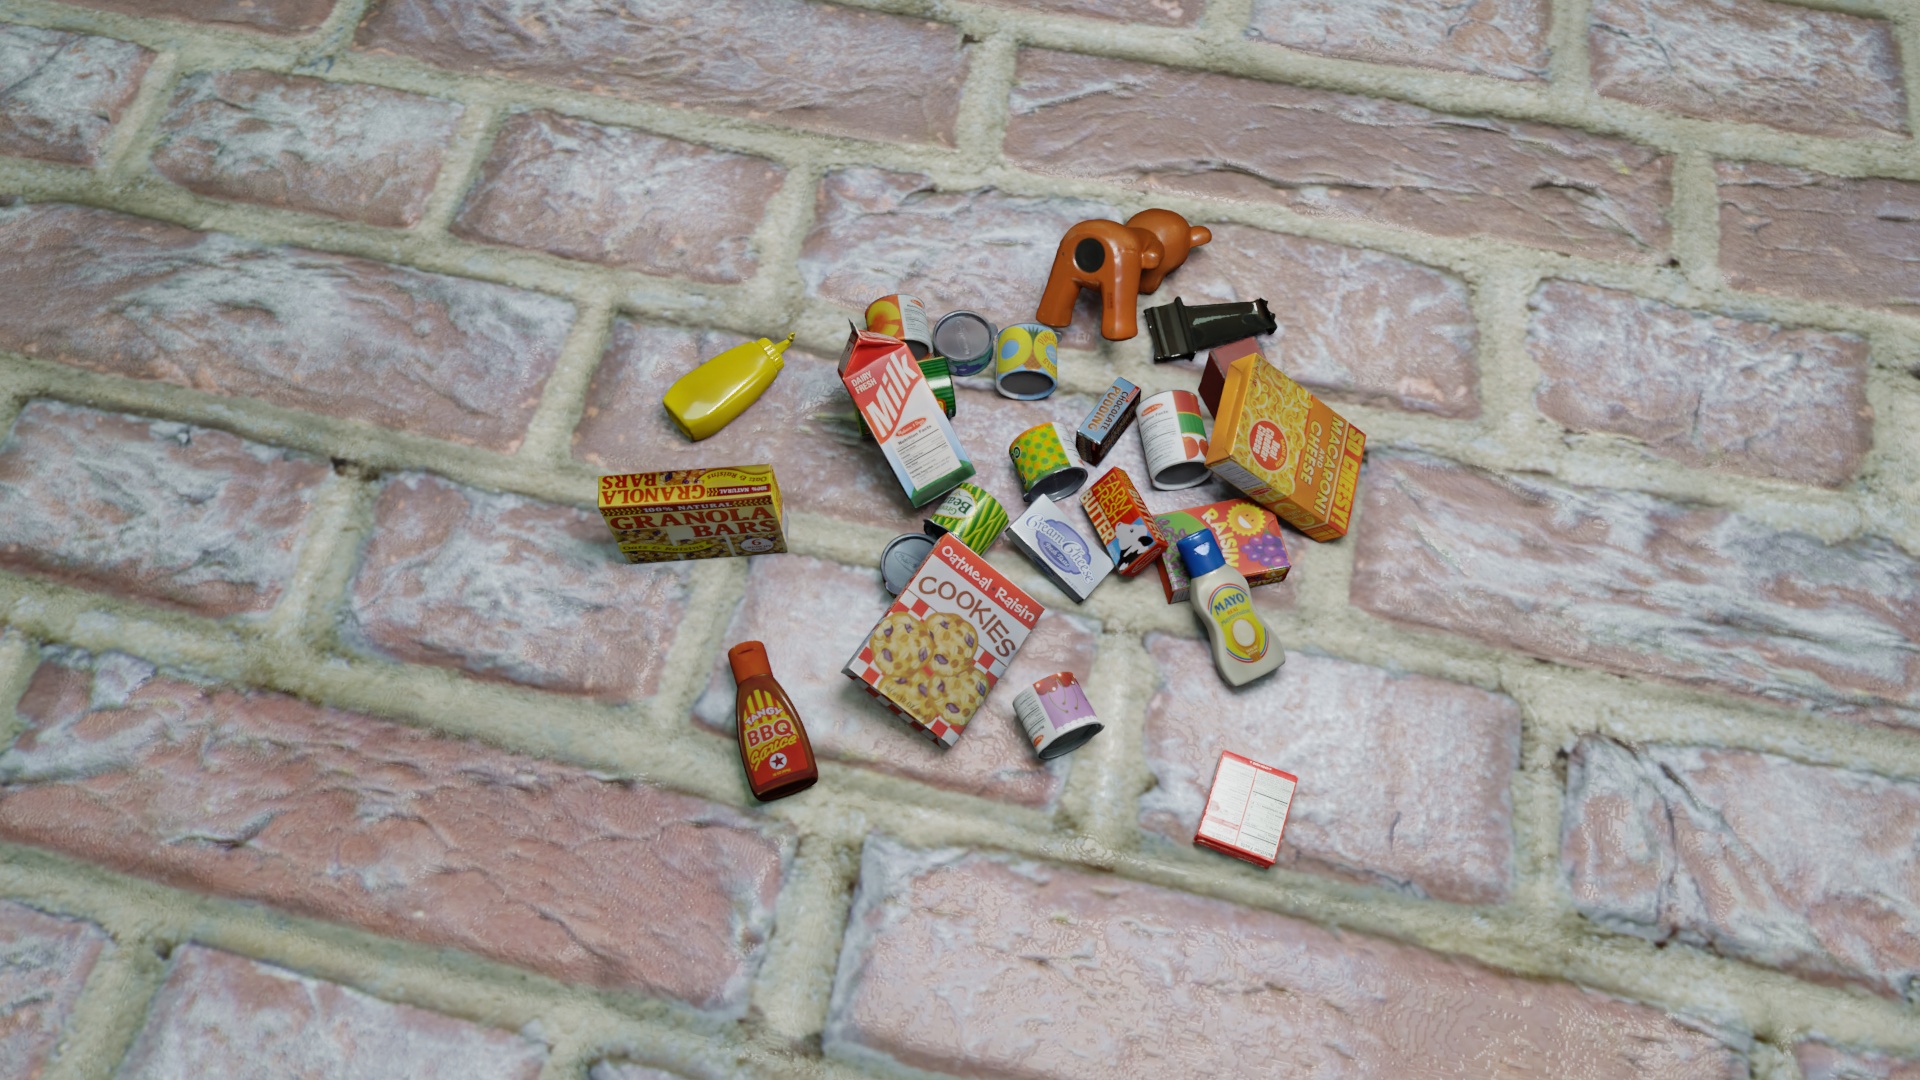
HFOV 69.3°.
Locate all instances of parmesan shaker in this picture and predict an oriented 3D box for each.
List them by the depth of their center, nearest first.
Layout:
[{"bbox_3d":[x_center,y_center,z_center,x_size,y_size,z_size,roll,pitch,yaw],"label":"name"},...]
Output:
[{"bbox_3d":[-0.061,-0.152,1.450,0.103,0.071,0.071,-12,65,-5],"label":"parmesan shaker"}]

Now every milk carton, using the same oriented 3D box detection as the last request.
[{"bbox_3d":[-0.064,-0.136,1.382,0.073,0.072,0.190,-30,106,-2],"label":"milk carton"}]

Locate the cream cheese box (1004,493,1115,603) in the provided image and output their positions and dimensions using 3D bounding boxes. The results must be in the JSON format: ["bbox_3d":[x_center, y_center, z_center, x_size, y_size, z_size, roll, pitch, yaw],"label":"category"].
[{"bbox_3d":[0.099,0.008,1.382,0.104,0.024,0.053,44,70,1],"label":"cream cheese box"}]

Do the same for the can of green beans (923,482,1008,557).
[{"bbox_3d":[0.006,-0.016,1.386,0.071,0.071,0.058,33,69,15],"label":"can of green beans"}]

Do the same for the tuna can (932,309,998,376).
[{"bbox_3d":[0.006,-0.214,1.500,0.071,0.032,0.071,0,64,1],"label":"tuna can"}]

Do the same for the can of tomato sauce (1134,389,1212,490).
[{"bbox_3d":[0.221,-0.102,1.426,0.071,0.071,0.083,-8,65,-3],"label":"can of tomato sauce"}]

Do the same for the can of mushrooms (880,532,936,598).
[{"bbox_3d":[-0.048,0.030,1.383,0.071,0.033,0.071,0,65,0],"label":"can of mushrooms"}]

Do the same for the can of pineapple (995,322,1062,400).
[{"bbox_3d":[0.072,-0.189,1.468,0.071,0.070,0.058,1,65,1],"label":"can of pineapple"}]

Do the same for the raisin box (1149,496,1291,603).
[{"bbox_3d":[0.257,0.007,1.386,0.123,0.040,0.086,-11,64,-5],"label":"raisin box"}]

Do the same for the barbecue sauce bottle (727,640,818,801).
[{"bbox_3d":[-0.184,0.168,1.313,0.065,0.043,0.149,-18,65,-6],"label":"barbecue sauce bottle"}]

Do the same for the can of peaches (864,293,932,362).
[{"bbox_3d":[-0.068,-0.221,1.488,0.071,0.071,0.058,-10,65,-4],"label":"can of peaches"}]

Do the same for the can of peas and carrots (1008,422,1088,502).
[{"bbox_3d":[0.087,-0.078,1.415,0.071,0.070,0.059,-19,65,-8],"label":"can of peas and carrots"}]

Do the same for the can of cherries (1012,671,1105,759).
[{"bbox_3d":[0.092,0.163,1.300,0.071,0.071,0.058,-24,65,-10],"label":"can of cherries"}]

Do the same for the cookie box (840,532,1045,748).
[{"bbox_3d":[-0.015,0.095,1.326,0.123,0.040,0.168,38,69,-6],"label":"cookie box"}]

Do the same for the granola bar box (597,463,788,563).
[{"bbox_3d":[-0.258,-0.024,1.363,0.166,0.123,0.039,-4,63,-1],"label":"granola bar box"}]

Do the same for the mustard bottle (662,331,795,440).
[{"bbox_3d":[-0.237,-0.172,1.475,0.161,0.048,0.065,-37,70,-16],"label":"mustard bottle"}]

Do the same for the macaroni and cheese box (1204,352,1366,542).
[{"bbox_3d":[0.326,-0.091,1.383,0.166,0.040,0.124,30,64,-26],"label":"macaroni and cheese box"}]

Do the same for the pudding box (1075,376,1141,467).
[{"bbox_3d":[0.153,-0.123,1.445,0.030,0.049,0.084,32,68,17],"label":"pudding box"}]

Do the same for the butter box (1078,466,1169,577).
[{"bbox_3d":[0.162,-0.019,1.387,0.053,0.024,0.104,-43,54,25],"label":"butter box"}]

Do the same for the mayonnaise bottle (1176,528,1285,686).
[{"bbox_3d":[0.253,0.062,1.328,0.065,0.041,0.148,-26,91,-5],"label":"mayonnaise bottle"}]
